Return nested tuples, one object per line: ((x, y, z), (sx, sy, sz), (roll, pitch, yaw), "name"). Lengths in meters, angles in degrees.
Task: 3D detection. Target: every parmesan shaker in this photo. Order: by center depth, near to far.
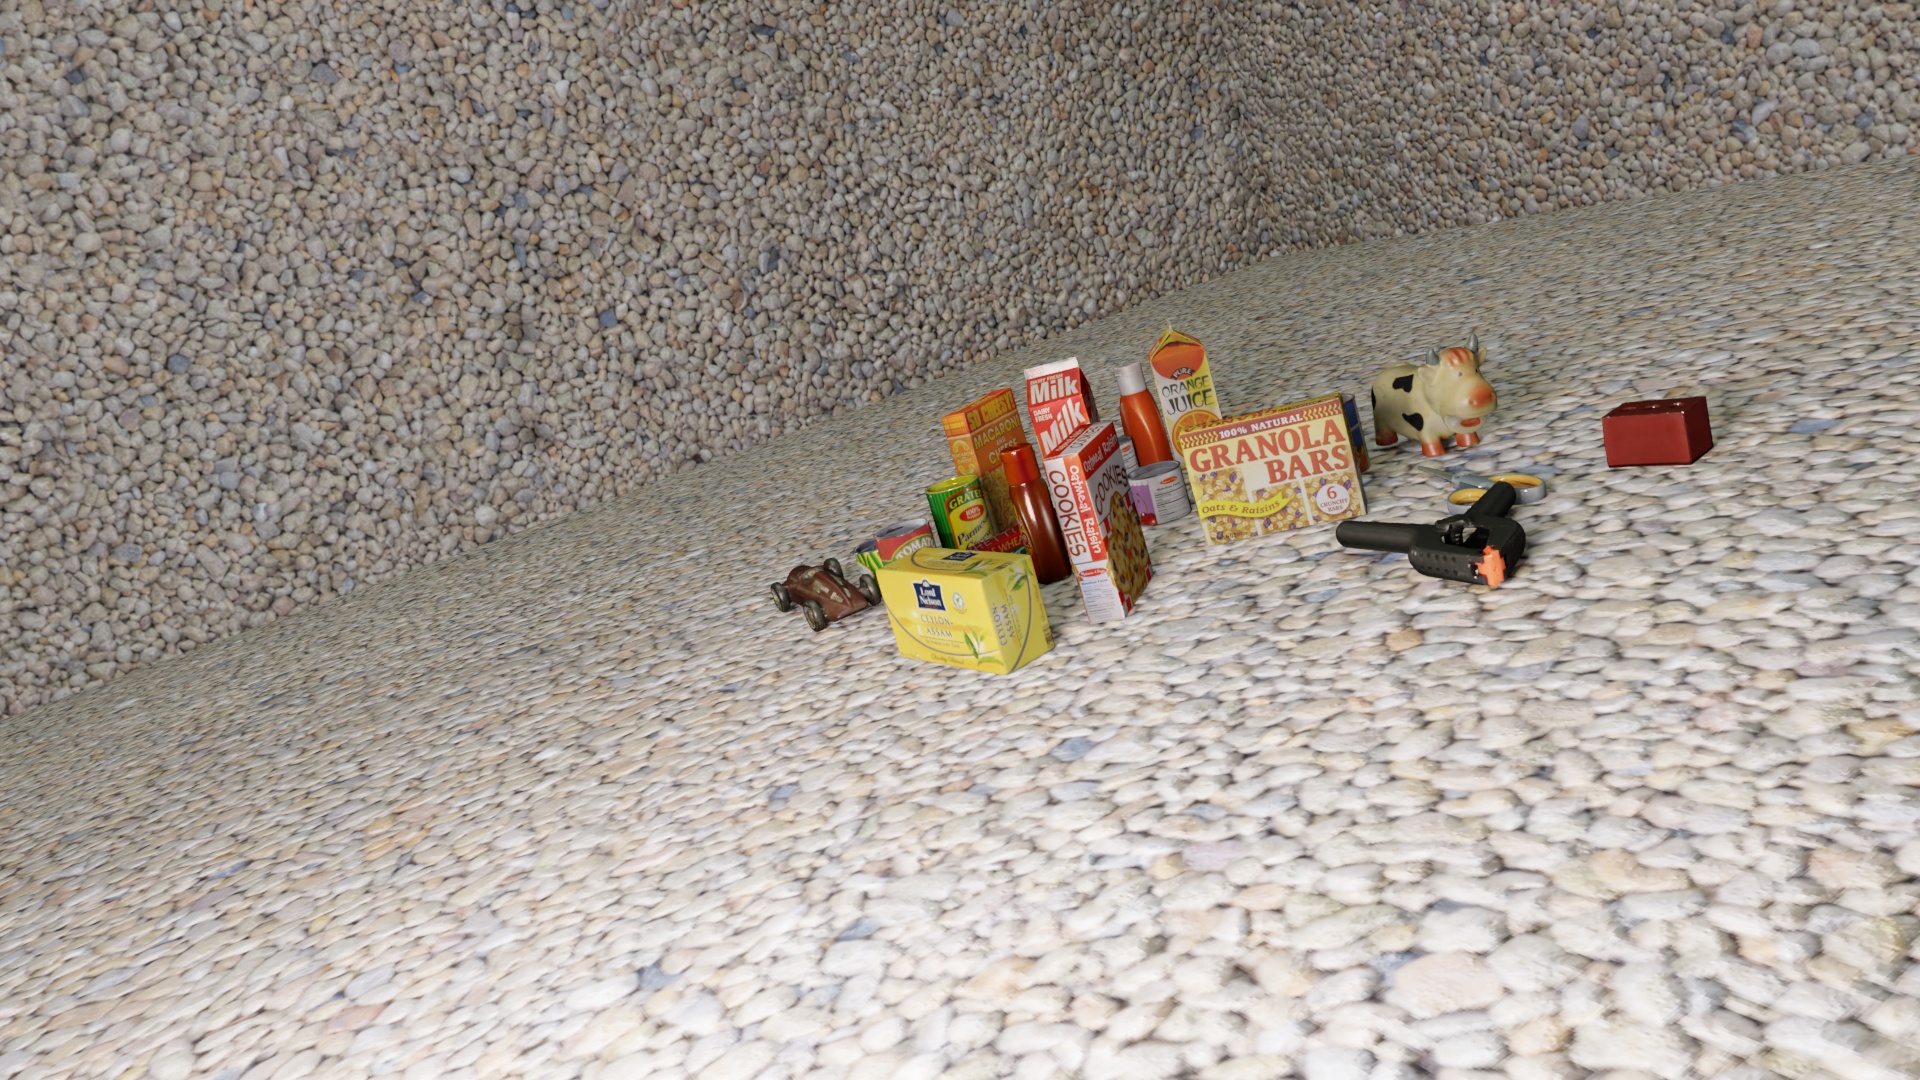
((0.006, -0.021, 1.646), (0.071, 0.103, 0.071), (-16, 13, 4), "parmesan shaker")

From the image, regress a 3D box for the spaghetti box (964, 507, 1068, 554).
((0.045, 0.021, 1.542), (0.251, 0.050, 0.028), (-25, 15, -31), "spaghetti box")

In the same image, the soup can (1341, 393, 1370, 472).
((0.417, -0.115, 1.563), (0.071, 0.083, 0.071), (-16, 13, 4), "soup can")

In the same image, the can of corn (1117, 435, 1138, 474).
((0.199, -0.100, 1.828), (0.071, 0.058, 0.071), (-16, 13, 4), "can of corn")

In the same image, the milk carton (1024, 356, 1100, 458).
((0.138, -0.131, 1.743), (0.072, 0.190, 0.074), (-13, 13, 17), "milk carton")

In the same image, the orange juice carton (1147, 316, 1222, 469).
((0.294, -0.197, 1.814), (0.073, 0.192, 0.072), (-15, 13, 9), "orange juice carton")

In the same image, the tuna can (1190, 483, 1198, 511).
((0.300, -0.057, 1.582), (0.071, 0.032, 0.071), (-16, 13, 4), "tuna can")

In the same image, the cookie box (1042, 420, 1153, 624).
((0.135, -0.021, 1.344), (0.040, 0.167, 0.123), (-11, 14, 25), "cookie box")

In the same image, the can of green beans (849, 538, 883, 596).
((-0.088, 0.029, 1.660), (0.071, 0.057, 0.071), (-16, 13, 4), "can of green beans")

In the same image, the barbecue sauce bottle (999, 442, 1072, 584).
((0.080, -0.030, 1.494), (0.044, 0.148, 0.065), (-18, 13, -2), "barbecue sauce bottle")

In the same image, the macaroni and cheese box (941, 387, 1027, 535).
((0.043, -0.099, 1.781), (0.040, 0.166, 0.124), (-8, 16, 35), "macaroni and cheese box")

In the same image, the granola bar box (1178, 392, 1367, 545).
((0.319, -0.072, 1.419), (0.165, 0.124, 0.039), (-12, 13, 19), "granola bar box")

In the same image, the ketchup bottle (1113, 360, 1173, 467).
((0.238, -0.161, 1.833), (0.044, 0.148, 0.064), (-23, 14, -26), "ketchup bottle")

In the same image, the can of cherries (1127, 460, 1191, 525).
((0.228, -0.055, 1.608), (0.071, 0.058, 0.071), (-16, 13, 4), "can of cherries")

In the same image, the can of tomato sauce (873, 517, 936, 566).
((-0.055, 0.024, 1.583), (0.071, 0.083, 0.071), (-16, 13, 4), "can of tomato sauce")
